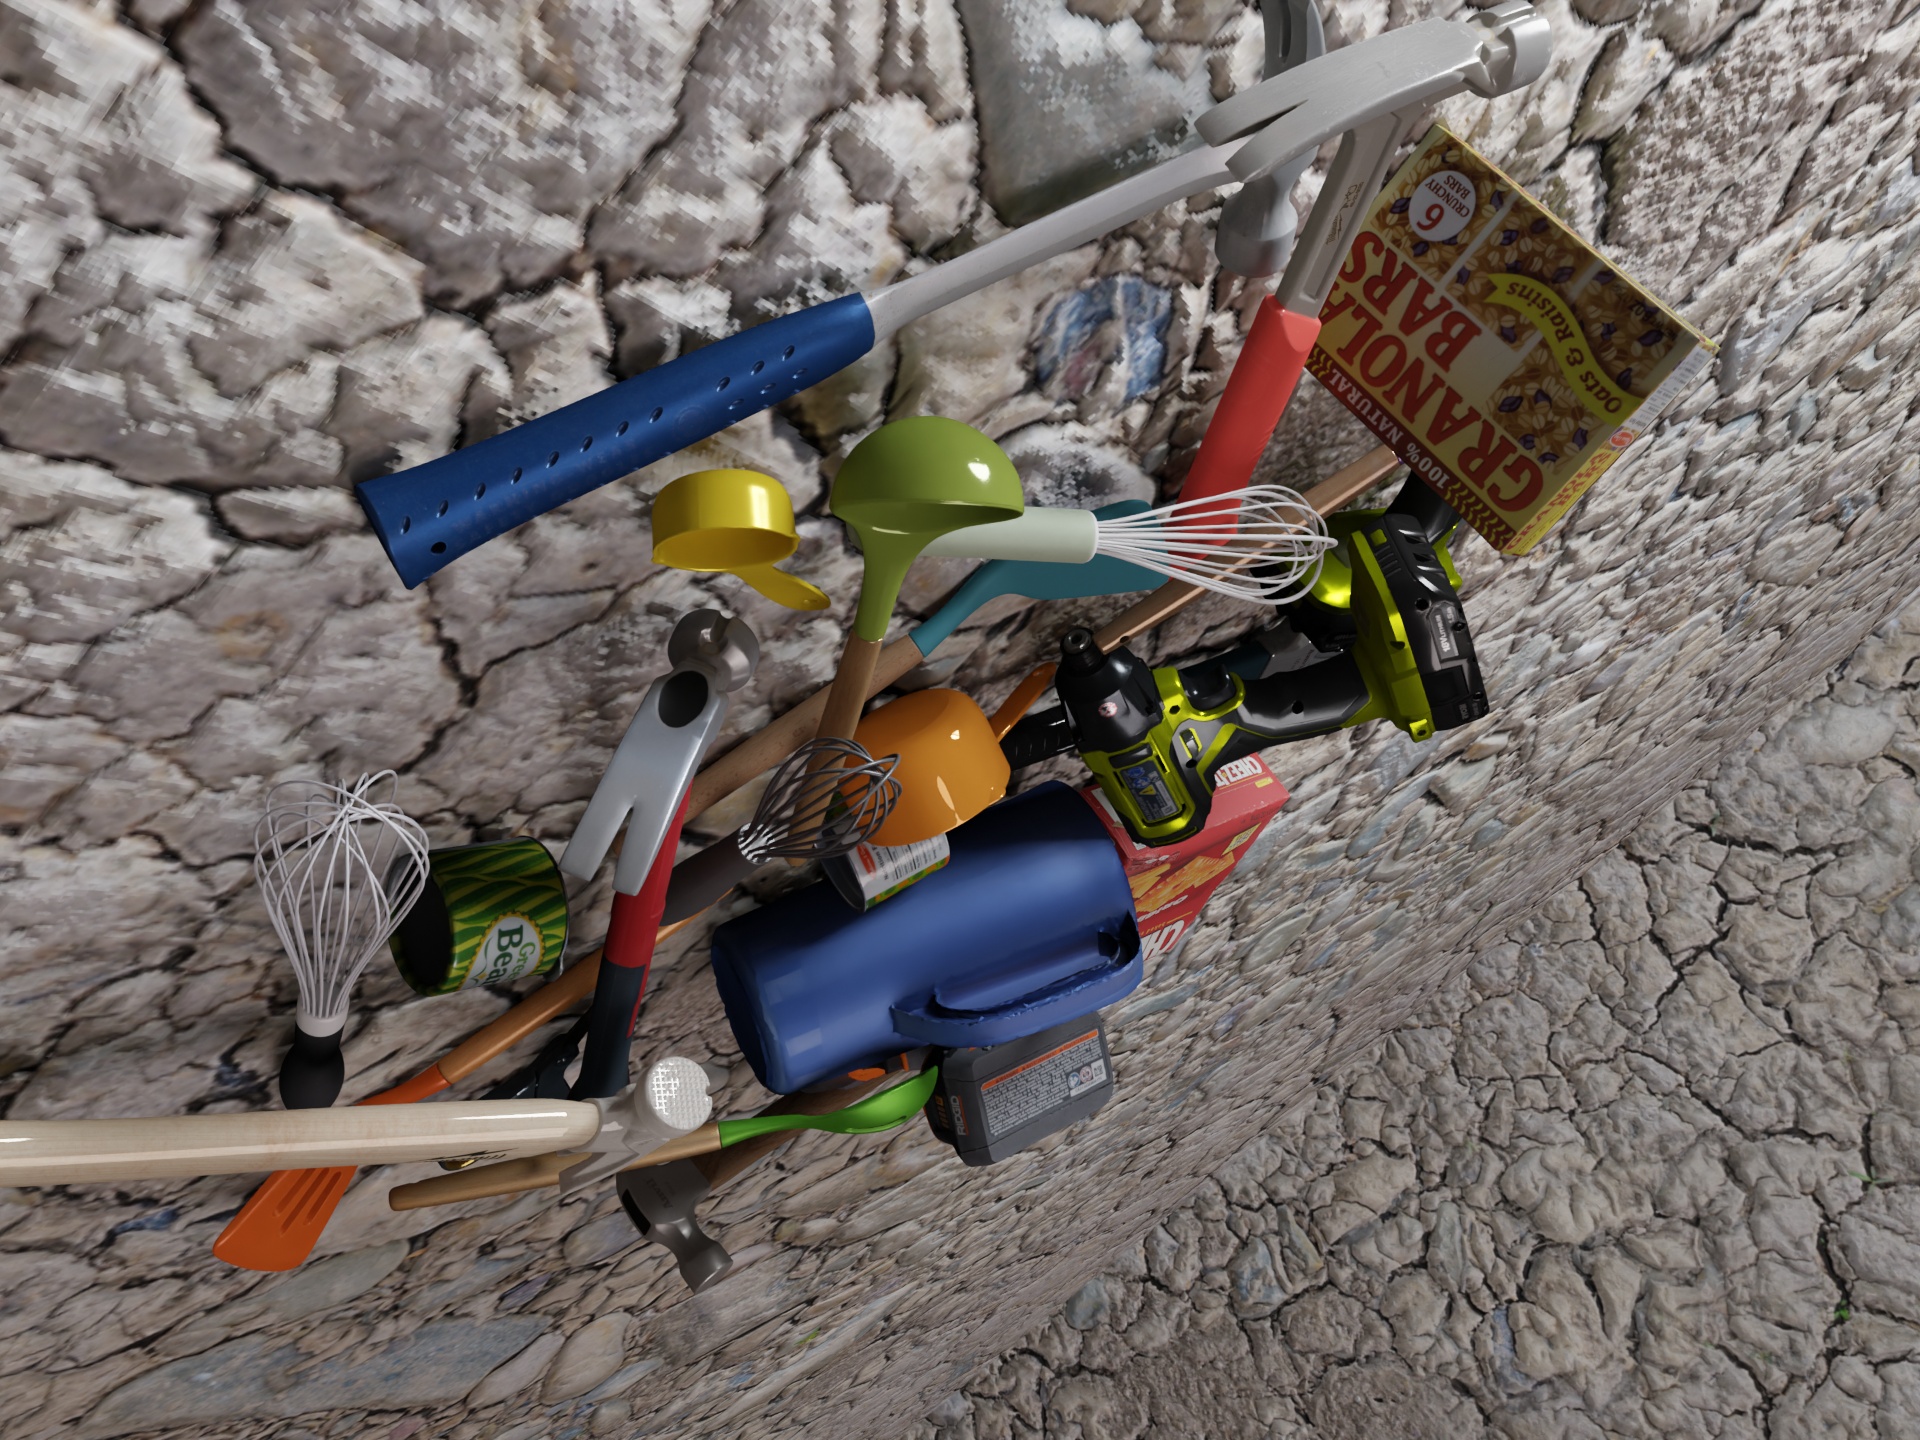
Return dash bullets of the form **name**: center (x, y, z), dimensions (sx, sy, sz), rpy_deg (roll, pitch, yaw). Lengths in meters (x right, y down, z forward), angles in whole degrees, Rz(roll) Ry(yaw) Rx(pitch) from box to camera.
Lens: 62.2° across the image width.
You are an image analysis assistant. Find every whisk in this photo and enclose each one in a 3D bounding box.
- **whisk**: center (-0.103, 0.064, 0.789), dimensions (0.055, 0.055, 0.239), rpy_deg (-12, 166, -41)
- **whisk**: center (-0.282, 0.114, 0.711), dimensions (0.070, 0.070, 0.284), rpy_deg (-17, 152, -35)
- **whisk**: center (0.066, -0.086, 0.745), dimensions (0.246, 0.058, 0.059), rpy_deg (1, 180, -19)

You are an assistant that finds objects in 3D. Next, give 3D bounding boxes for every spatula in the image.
- **spatula**: center (-0.039, -0.016, 0.804), dimensions (0.317, 0.044, 0.082), rpy_deg (-34, 150, -2)
- **spatula**: center (-0.258, 0.186, 0.872), dimensions (0.322, 0.041, 0.081), rpy_deg (-35, 153, -7)
- **spatula**: center (0.206, -0.124, 0.838), dimensions (0.316, 0.018, 0.059), rpy_deg (-33, 140, 3)

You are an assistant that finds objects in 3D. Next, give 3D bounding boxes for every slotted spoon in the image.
- **slotted spoon**: center (-0.163, 0.243, 0.909), dimensions (0.313, 0.031, 0.070), rpy_deg (-9, 167, -10)

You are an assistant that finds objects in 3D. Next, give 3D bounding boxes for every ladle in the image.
- **ladle**: center (-0.046, -0.015, 0.730), dimensions (0.078, 0.062, 0.320), rpy_deg (1, 142, -19)

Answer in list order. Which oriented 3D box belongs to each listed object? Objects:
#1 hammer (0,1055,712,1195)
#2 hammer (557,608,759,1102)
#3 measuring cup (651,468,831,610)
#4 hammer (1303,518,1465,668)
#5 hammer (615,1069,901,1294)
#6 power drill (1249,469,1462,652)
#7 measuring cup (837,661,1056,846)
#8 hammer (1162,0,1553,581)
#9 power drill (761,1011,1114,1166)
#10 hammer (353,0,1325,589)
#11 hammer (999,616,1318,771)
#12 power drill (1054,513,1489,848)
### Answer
- **hammer**: center (-0.324, 0.192, 0.711), dimensions (0.410, 0.038, 0.146), rpy_deg (9, 148, -38)
- **hammer**: center (-0.167, 0.122, 0.773), dimensions (0.386, 0.038, 0.143), rpy_deg (113, -4, -47)
- **measuring cup**: center (-0.084, -0.073, 0.677), dimensions (0.062, 0.029, 0.156), rpy_deg (-8, 171, 11)
- **hammer**: center (0.335, -0.145, 1.062), dimensions (0.146, 0.035, 0.334), rpy_deg (1, 135, -51)
- **hammer**: center (-0.107, 0.271, 1.139), dimensions (0.331, 0.130, 0.031), rpy_deg (-23, 152, -49)
- **power drill**: center (0.263, -0.149, 0.922), dimensions (0.190, 0.080, 0.228), rpy_deg (-11, 142, -34)
- **measuring cup**: center (-0.001, -0.003, 0.863), dimensions (0.174, 0.095, 0.052), rpy_deg (-47, 121, -40)
- **hammer**: center (0.134, -0.159, 0.725), dimensions (0.149, 0.037, 0.358), rpy_deg (-27, 161, -18)
- **power drill**: center (-0.025, 0.226, 1.068), dimensions (0.164, 0.084, 0.226), rpy_deg (-18, -169, -33)
- **hammer**: center (-0.028, -0.158, 0.594), dimensions (0.405, 0.035, 0.144), rpy_deg (-29, 153, -16)
- **hammer**: center (0.106, -0.011, 1.004), dimensions (0.331, 0.033, 0.128), rpy_deg (-18, 147, -32)
- **power drill**: center (0.172, -0.023, 0.905), dimensions (0.223, 0.080, 0.171), rpy_deg (-22, 135, 11)
